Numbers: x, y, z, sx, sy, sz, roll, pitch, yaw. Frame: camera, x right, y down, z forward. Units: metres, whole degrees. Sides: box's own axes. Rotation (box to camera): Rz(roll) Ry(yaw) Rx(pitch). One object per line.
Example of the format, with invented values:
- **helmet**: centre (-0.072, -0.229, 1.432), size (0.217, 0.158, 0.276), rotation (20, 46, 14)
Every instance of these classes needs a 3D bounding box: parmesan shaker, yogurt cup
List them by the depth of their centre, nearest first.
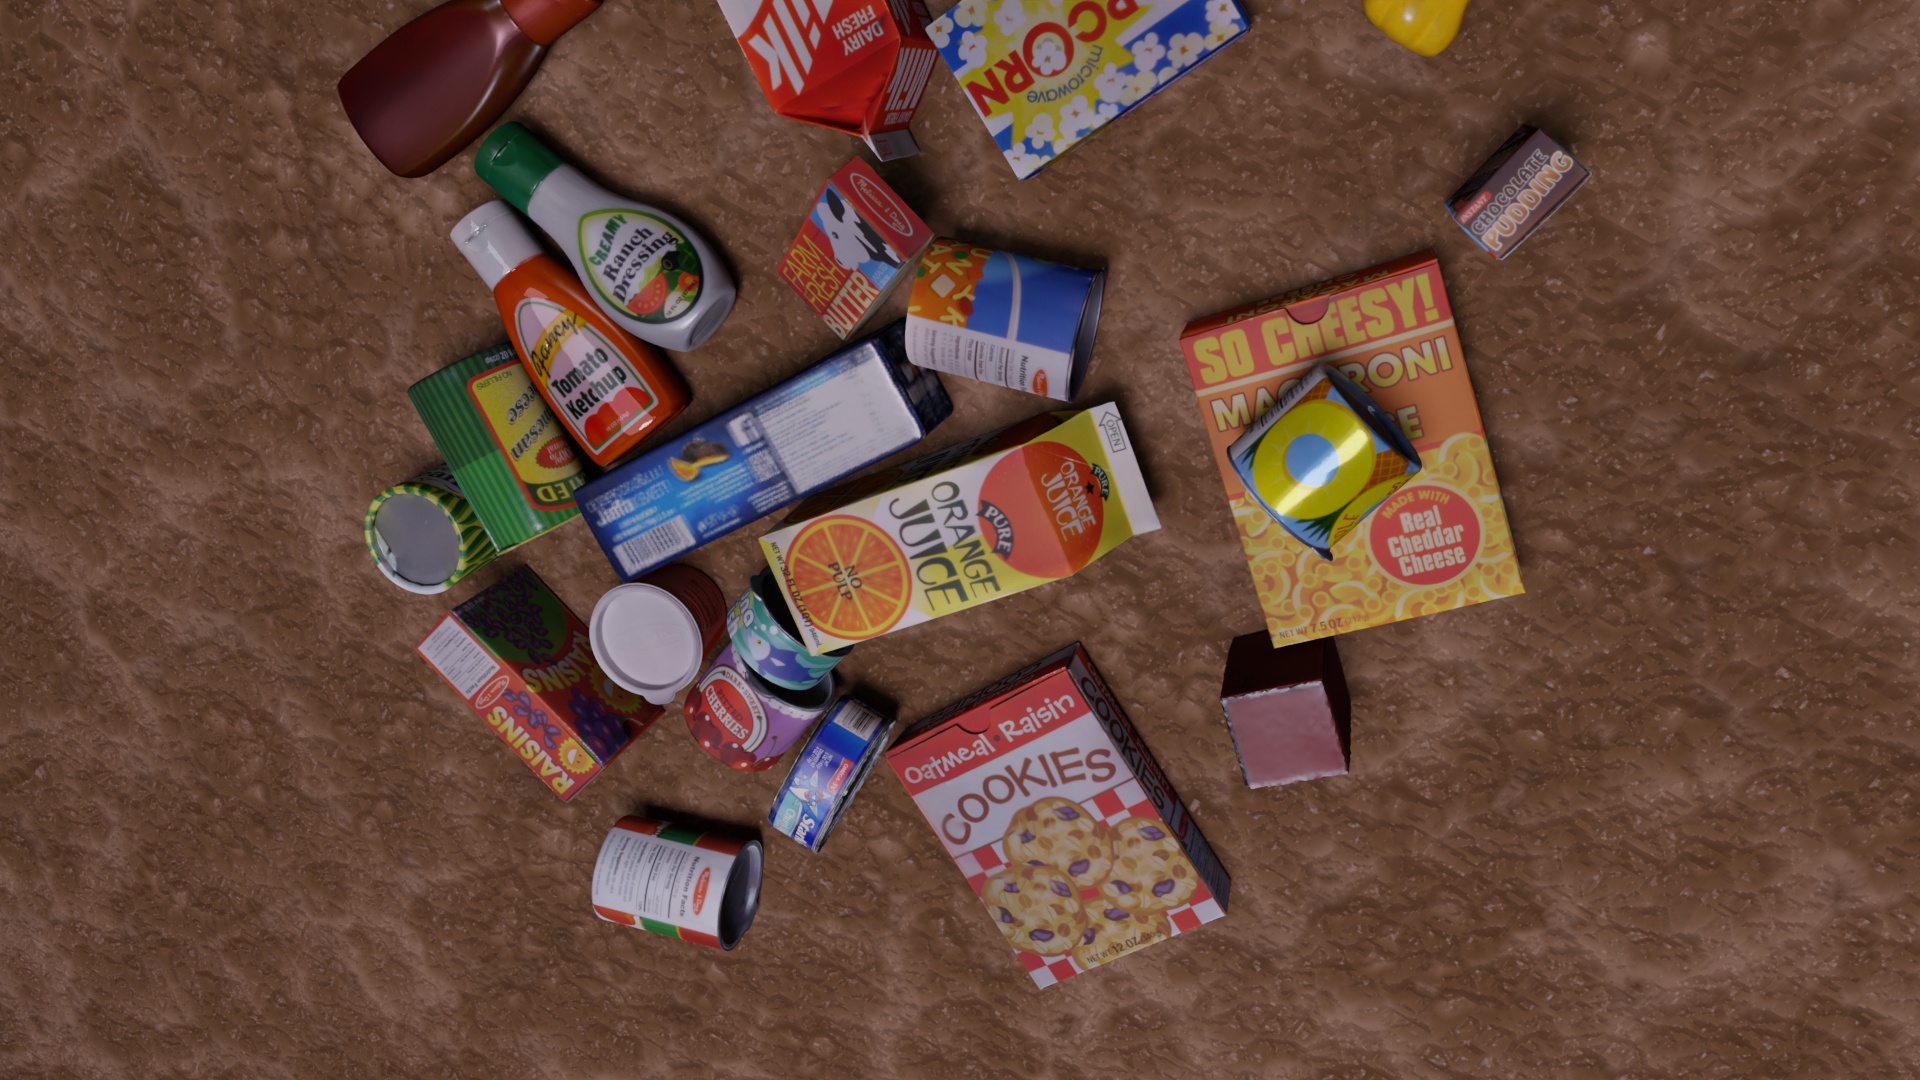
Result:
- **parmesan shaker**: centre (-0.255, -0.051, 0.774), size (0.071, 0.071, 0.103), rotation (-23, 101, 21)
- **yogurt cup**: centre (-0.169, 0.048, 0.794), size (0.072, 0.054, 0.072), rotation (5, 109, 13)

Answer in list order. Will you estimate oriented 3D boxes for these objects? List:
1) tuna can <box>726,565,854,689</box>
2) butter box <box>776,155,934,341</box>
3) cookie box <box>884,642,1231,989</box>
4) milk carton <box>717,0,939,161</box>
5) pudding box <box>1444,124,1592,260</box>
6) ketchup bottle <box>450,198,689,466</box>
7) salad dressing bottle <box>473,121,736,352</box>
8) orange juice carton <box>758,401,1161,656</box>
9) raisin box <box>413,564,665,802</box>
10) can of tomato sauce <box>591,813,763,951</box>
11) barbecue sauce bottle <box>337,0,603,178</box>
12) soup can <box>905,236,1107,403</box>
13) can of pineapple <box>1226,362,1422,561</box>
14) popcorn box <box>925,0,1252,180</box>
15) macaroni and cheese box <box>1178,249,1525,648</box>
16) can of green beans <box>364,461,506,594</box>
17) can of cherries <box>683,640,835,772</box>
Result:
- **tuna can**: centre (-0.096, 0.047, 0.766), size (0.071, 0.071, 0.032), rotation (43, 114, -2)
- **butter box**: centre (-0.054, -0.141, 0.683), size (0.053, 0.024, 0.103), rotation (46, 155, -5)
- **cookie box**: centre (0.055, 0.156, 0.778), size (0.122, 0.040, 0.167), rotation (-29, 99, 22)
- **milk carton**: centre (-0.071, -0.267, 0.651), size (0.073, 0.072, 0.190), rotation (-23, 101, 21)
- **pudding box**: centre (0.239, -0.151, 0.601), size (0.030, 0.084, 0.049), rotation (43, 114, 1)
- **ketchup bottle**: centre (-0.216, -0.116, 0.758), size (0.064, 0.044, 0.148), rotation (-36, 96, 17)
- **salad dressing bottle**: centre (-0.188, -0.161, 0.732), size (0.148, 0.044, 0.064), rotation (39, 91, 2)
- **orange juice carton**: centre (0.003, -0.009, 0.719), size (0.192, 0.073, 0.071), rotation (-18, 103, 19)
- **raisin box**: centre (-0.241, 0.081, 0.807), size (0.040, 0.086, 0.123), rotation (-42, 94, 19)
- **can of tomato sauce**: centre (-0.170, 0.207, 0.844), size (0.083, 0.071, 0.071), rotation (10, 111, 12)
- **barbecue sauce bottle**: centre (-0.252, -0.252, 0.721), size (0.148, 0.044, 0.065), rotation (-28, 100, 21)
- **soup can**: centre (0.023, -0.111, 0.684), size (0.084, 0.071, 0.071), rotation (15, 112, 10)
- **can of pineapple**: centre (0.165, -0.036, 0.624), size (0.071, 0.071, 0.057), rotation (44, 114, -2)
- **popcorn box**: centre (0.059, -0.238, 0.645), size (0.126, 0.038, 0.085), rotation (-30, 99, 22)
- **macaroni and cheese box**: centre (0.190, -0.041, 0.675), size (0.123, 0.040, 0.166), rotation (-15, 104, 19)
- **can of green beans**: centre (-0.301, -0.009, 0.808), size (0.071, 0.058, 0.071), rotation (5, 109, 13)
- **can of cherries**: centre (-0.115, 0.089, 0.784), size (0.071, 0.072, 0.058), rotation (42, 114, -1)
